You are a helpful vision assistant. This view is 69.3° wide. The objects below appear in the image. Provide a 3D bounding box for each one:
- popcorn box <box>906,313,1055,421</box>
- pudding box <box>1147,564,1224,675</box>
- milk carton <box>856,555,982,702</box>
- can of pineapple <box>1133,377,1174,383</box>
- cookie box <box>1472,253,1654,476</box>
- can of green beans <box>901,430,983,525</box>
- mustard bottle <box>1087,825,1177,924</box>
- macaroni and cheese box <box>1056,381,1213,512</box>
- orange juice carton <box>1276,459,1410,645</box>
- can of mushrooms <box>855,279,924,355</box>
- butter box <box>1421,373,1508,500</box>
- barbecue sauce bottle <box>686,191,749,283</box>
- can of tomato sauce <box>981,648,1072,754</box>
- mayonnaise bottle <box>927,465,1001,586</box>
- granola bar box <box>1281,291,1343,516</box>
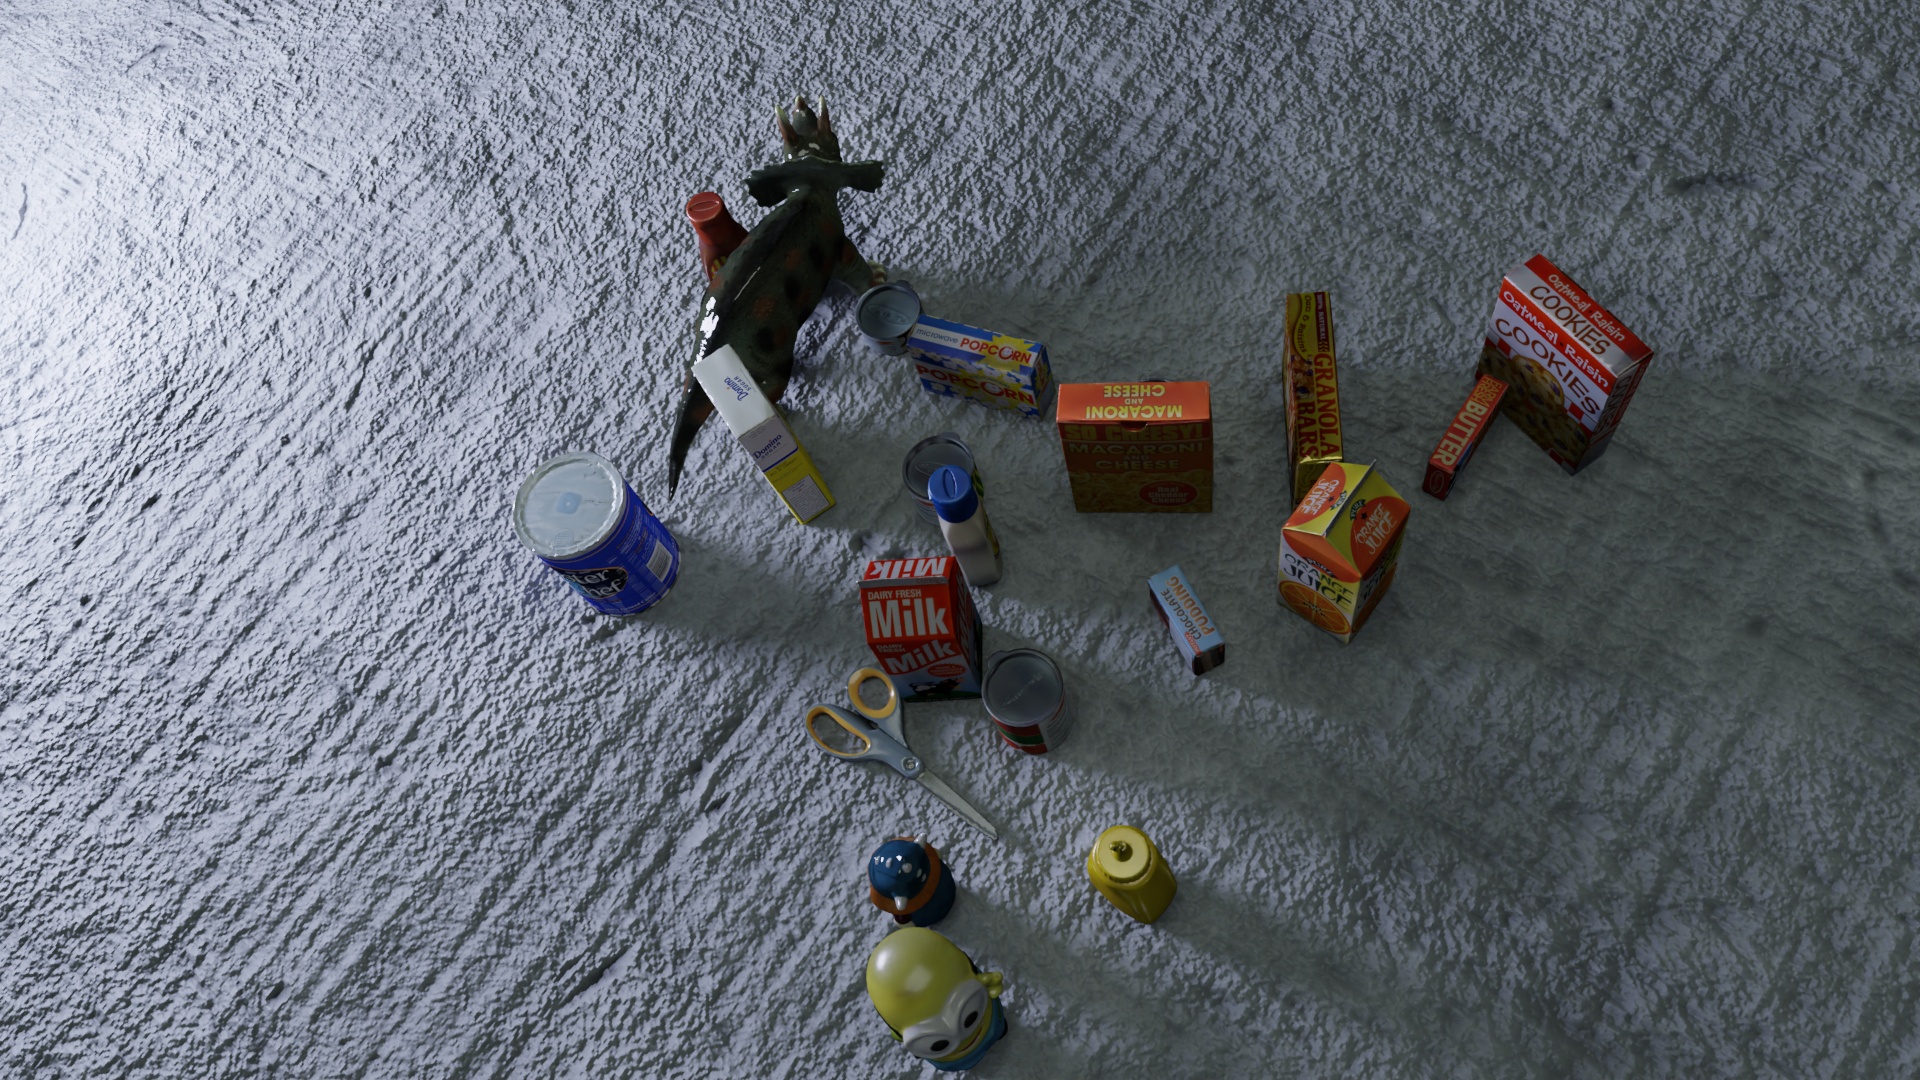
[{"bbox_3d":[0.020,-0.161,1.296,0.127,0.085,0.038,17,69,18],"label":"popcorn box"},{"bbox_3d":[0.190,0.067,1.173,0.030,0.049,0.084,-27,63,-2],"label":"pudding box"},{"bbox_3d":[-0.030,0.068,1.136,0.072,0.190,0.074,-4,64,9],"label":"milk carton"},{"bbox_3d":[0.178,-0.105,1.253,0.071,0.057,0.071,-4,64,9],"label":"can of pineapple"},{"bbox_3d":[0.494,-0.143,1.150,0.040,0.167,0.123,-34,64,-6],"label":"cookie box"},{"bbox_3d":[-0.015,-0.054,1.266,0.071,0.057,0.071,-4,64,9],"label":"can of green beans"},{"bbox_3d":[0.126,0.245,1.038,0.065,0.159,0.049,34,75,23],"label":"mustard bottle"},{"bbox_3d":[0.153,-0.076,1.183,0.124,0.166,0.040,0,65,11],"label":"macaroni and cheese box"},{"bbox_3d":[0.302,0.005,1.101,0.073,0.192,0.072,34,75,23],"label":"orange juice carton"},{"bbox_3d":[-0.067,-0.220,1.369,0.071,0.033,0.071,-4,64,9],"label":"can of mushrooms"},{"bbox_3d":[0.435,-0.090,1.199,0.024,0.053,0.104,30,74,22],"label":"butter box"},{"bbox_3d":[-0.227,-0.283,1.366,0.065,0.148,0.044,-10,64,7],"label":"barbecue sauce bottle"},{"bbox_3d":[0.055,0.133,1.149,0.071,0.082,0.071,-4,64,9],"label":"can of tomato sauce"},{"bbox_3d":[0.004,-0.015,1.193,0.041,0.147,0.065,-14,63,5],"label":"mayonnaise bottle"},{"bbox_3d":[0.302,-0.112,1.195,0.039,0.123,0.166,-2,65,10],"label":"granola bar box"}]
